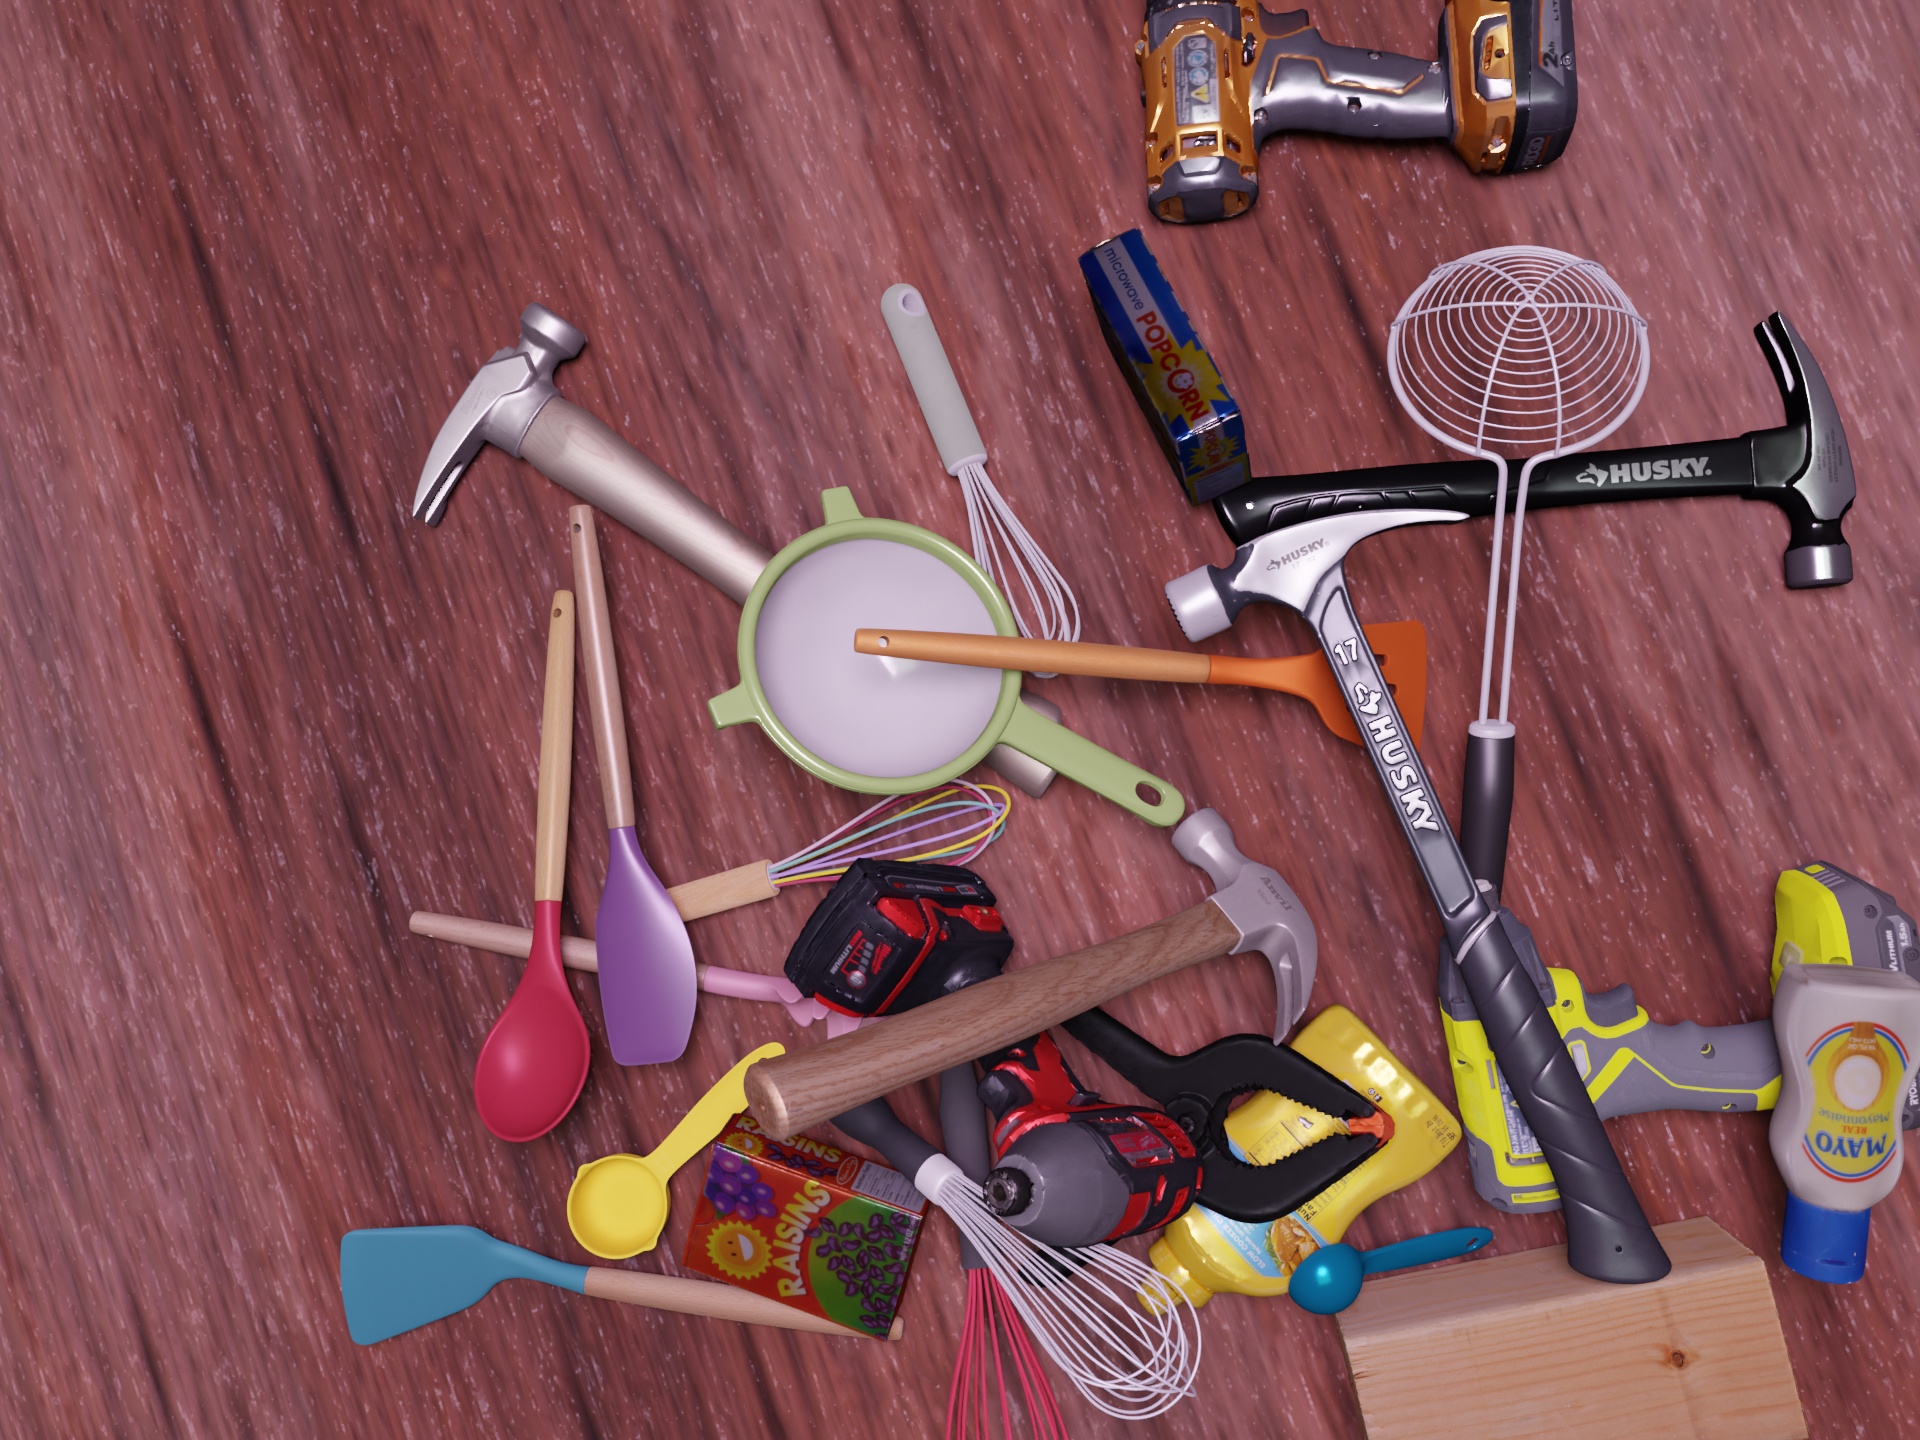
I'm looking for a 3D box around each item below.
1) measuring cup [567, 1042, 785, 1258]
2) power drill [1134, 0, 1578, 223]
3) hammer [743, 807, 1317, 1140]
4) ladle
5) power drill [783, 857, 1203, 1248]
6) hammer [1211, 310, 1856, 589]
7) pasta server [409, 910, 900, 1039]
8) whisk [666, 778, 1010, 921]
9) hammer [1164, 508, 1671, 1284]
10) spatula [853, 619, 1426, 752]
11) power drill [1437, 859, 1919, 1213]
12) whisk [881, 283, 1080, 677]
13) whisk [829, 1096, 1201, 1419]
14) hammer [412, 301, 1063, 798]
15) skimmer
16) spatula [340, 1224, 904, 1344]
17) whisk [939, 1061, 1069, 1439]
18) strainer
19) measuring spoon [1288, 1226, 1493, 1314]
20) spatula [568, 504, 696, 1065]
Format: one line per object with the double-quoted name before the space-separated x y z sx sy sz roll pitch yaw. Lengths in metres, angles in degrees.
"measuring cup" -0.159 0.244 0.920 0.156 0.029 0.062 -44 84 -8
"power drill" 0.209 -0.379 0.870 0.226 0.084 0.185 -3 86 11
"hammer" 0.047 0.132 0.765 0.130 0.331 0.031 51 137 30
"ladle" -0.236 0.077 0.909 0.069 0.031 0.315 -3 77 13
"power drill" 0.014 0.170 0.803 0.220 0.143 0.078 47 111 33
"hammer" 0.305 -0.134 0.868 0.335 0.035 0.146 -4 88 7
"pasta server" -0.173 0.150 0.914 0.316 0.060 0.040 9 63 10
"whisk" -0.086 0.082 0.909 0.245 0.051 0.047 -17 62 10
"hammer" 0.251 0.086 0.787 0.149 0.036 0.409 -25 88 11
"spatula" 0.104 -0.028 0.840 0.322 0.041 0.081 5 87 -9
"power drill" 0.365 0.152 0.821 0.223 0.080 0.171 -11 96 8
"whisk" 0.007 -0.138 0.903 0.058 0.059 0.246 -17 80 -31
"whisk" 0.011 0.257 0.825 0.285 0.070 0.070 30 92 40
"hammer" -0.122 -0.073 0.916 0.411 0.038 0.146 34 91 7
"skimmer" 0.284 -0.062 0.843 0.127 0.090 0.363 2 107 11
"spatula" -0.191 0.332 0.906 0.317 0.044 0.082 6 112 5
"whisk" 0.015 0.319 0.875 0.073 0.073 0.296 -9 81 7
"strainer" -0.001 -0.003 0.856 0.256 0.069 0.151 28 68 -8
"measuring spoon" 0.233 0.290 0.839 0.128 0.021 0.042 -5 121 -21
"spatula" -0.191 0.034 0.892 0.060 0.018 0.316 -10 86 15
